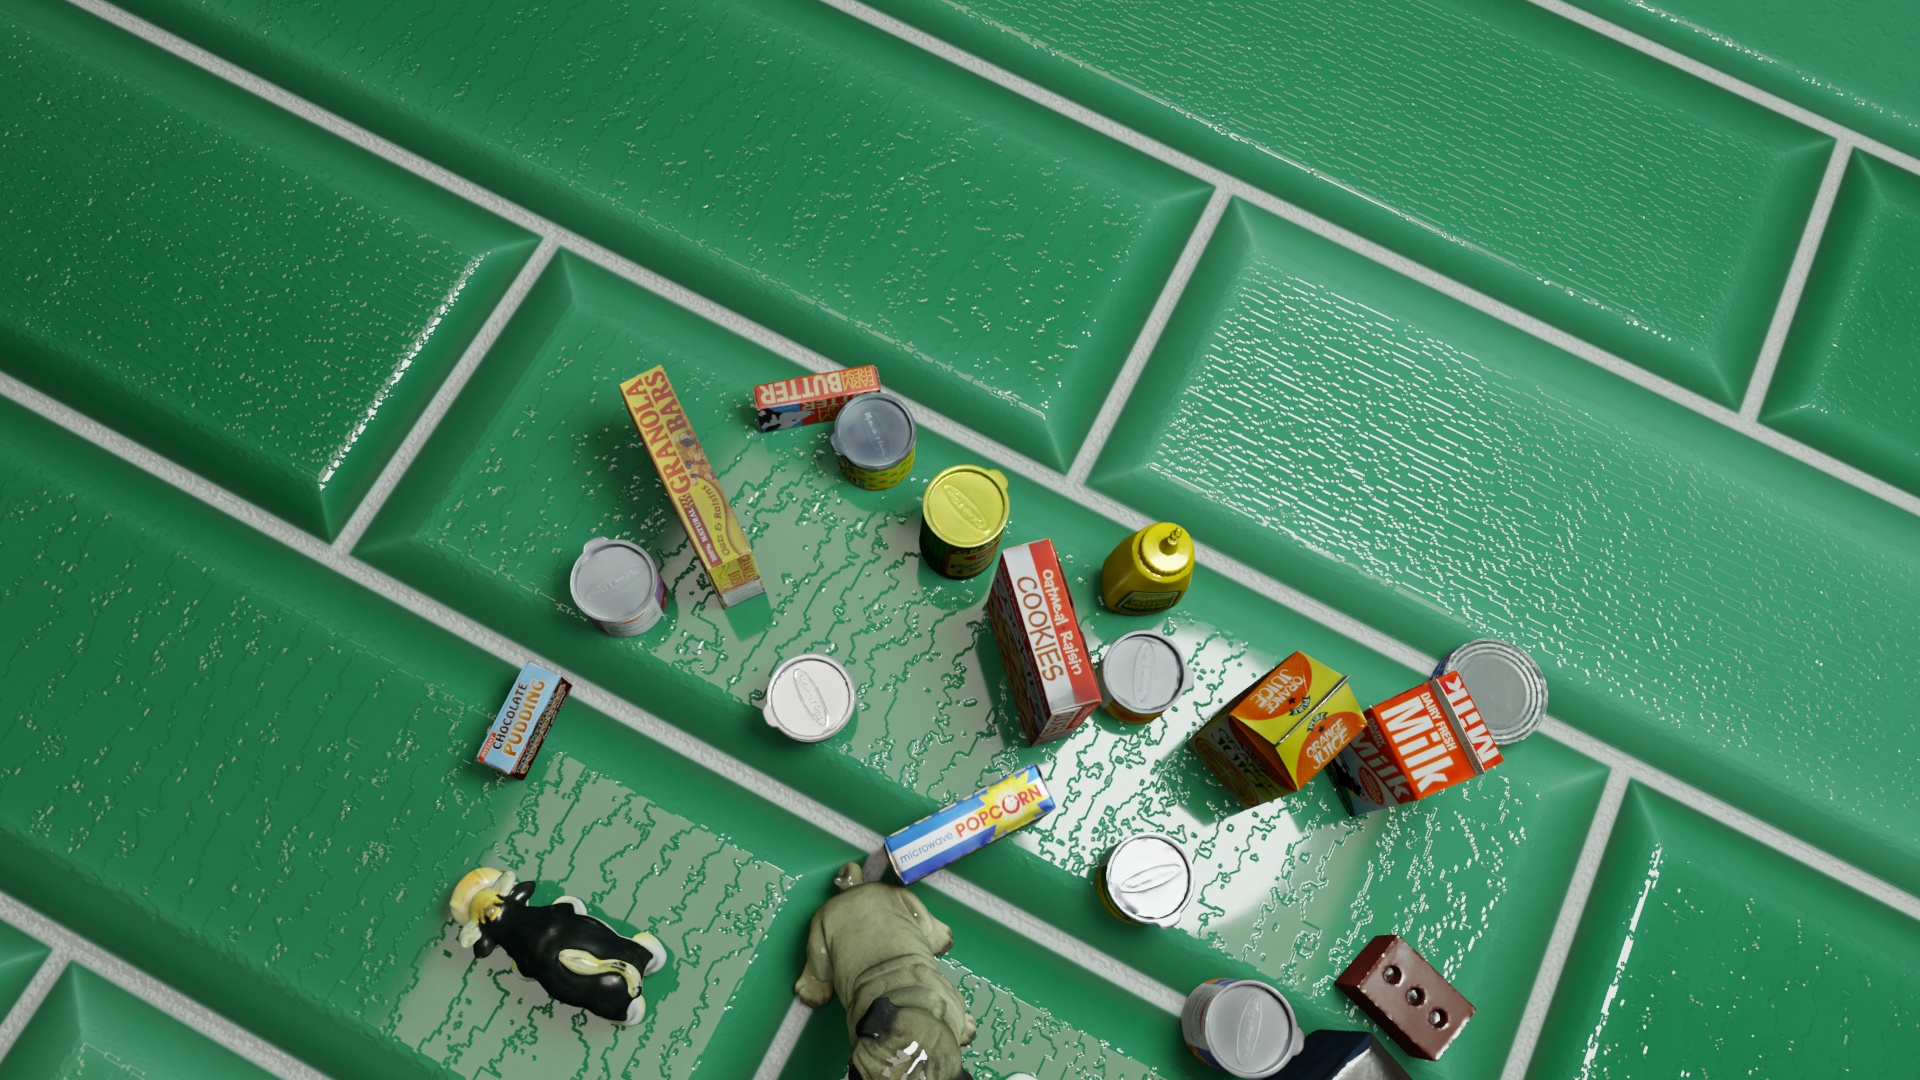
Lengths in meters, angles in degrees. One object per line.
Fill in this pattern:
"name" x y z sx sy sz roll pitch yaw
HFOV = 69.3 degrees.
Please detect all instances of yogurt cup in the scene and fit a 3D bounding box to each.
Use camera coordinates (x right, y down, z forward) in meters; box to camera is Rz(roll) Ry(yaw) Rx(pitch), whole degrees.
"yogurt cup" -0.115 0.126 1.078 0.072 0.053 0.072 1 73 -3

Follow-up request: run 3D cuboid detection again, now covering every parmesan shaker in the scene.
"parmesan shaker" 0.004 -0.014 1.102 0.071 0.102 0.071 1 73 -3

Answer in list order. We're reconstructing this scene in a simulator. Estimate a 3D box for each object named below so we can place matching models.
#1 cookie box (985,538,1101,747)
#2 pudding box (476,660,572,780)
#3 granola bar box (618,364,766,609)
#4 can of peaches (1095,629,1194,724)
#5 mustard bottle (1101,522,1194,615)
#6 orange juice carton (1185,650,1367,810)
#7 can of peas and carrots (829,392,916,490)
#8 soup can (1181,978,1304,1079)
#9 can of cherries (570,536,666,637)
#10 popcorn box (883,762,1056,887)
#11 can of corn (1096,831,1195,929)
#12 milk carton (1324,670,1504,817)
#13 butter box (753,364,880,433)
"cookie box" 0.060 0.081 1.042 0.040 0.167 0.123 -15 75 -7
"pudding box" -0.333 0.138 1.064 0.030 0.049 0.084 23 73 4
"granola bar box" -0.209 -0.038 1.086 0.039 0.124 0.166 -26 76 -10
"can of peaches" 0.143 0.109 1.095 0.071 0.058 0.071 1 73 -3
"mustard bottle" 0.149 0.019 1.070 0.065 0.159 0.049 -1 73 -3
"orange juice carton" 0.233 0.140 1.020 0.072 0.192 0.073 -39 79 -13
"can of peas and carrots" -0.072 -0.079 1.141 0.071 0.058 0.071 1 73 -3
"soup can" 0.203 0.354 1.009 0.071 0.083 0.071 1 73 -3
"can of cherries" -0.269 0.036 1.094 0.071 0.058 0.071 1 73 -3
"popcorn box" 0.005 0.215 1.041 0.127 0.085 0.038 -25 76 -10
"can of corn" 0.140 0.258 1.049 0.071 0.058 0.071 1 73 -3
"milk carton" 0.332 0.150 1.024 0.073 0.190 0.072 -22 76 -9
"butter box" -0.118 -0.118 1.153 0.103 0.053 0.024 -11 74 -6
